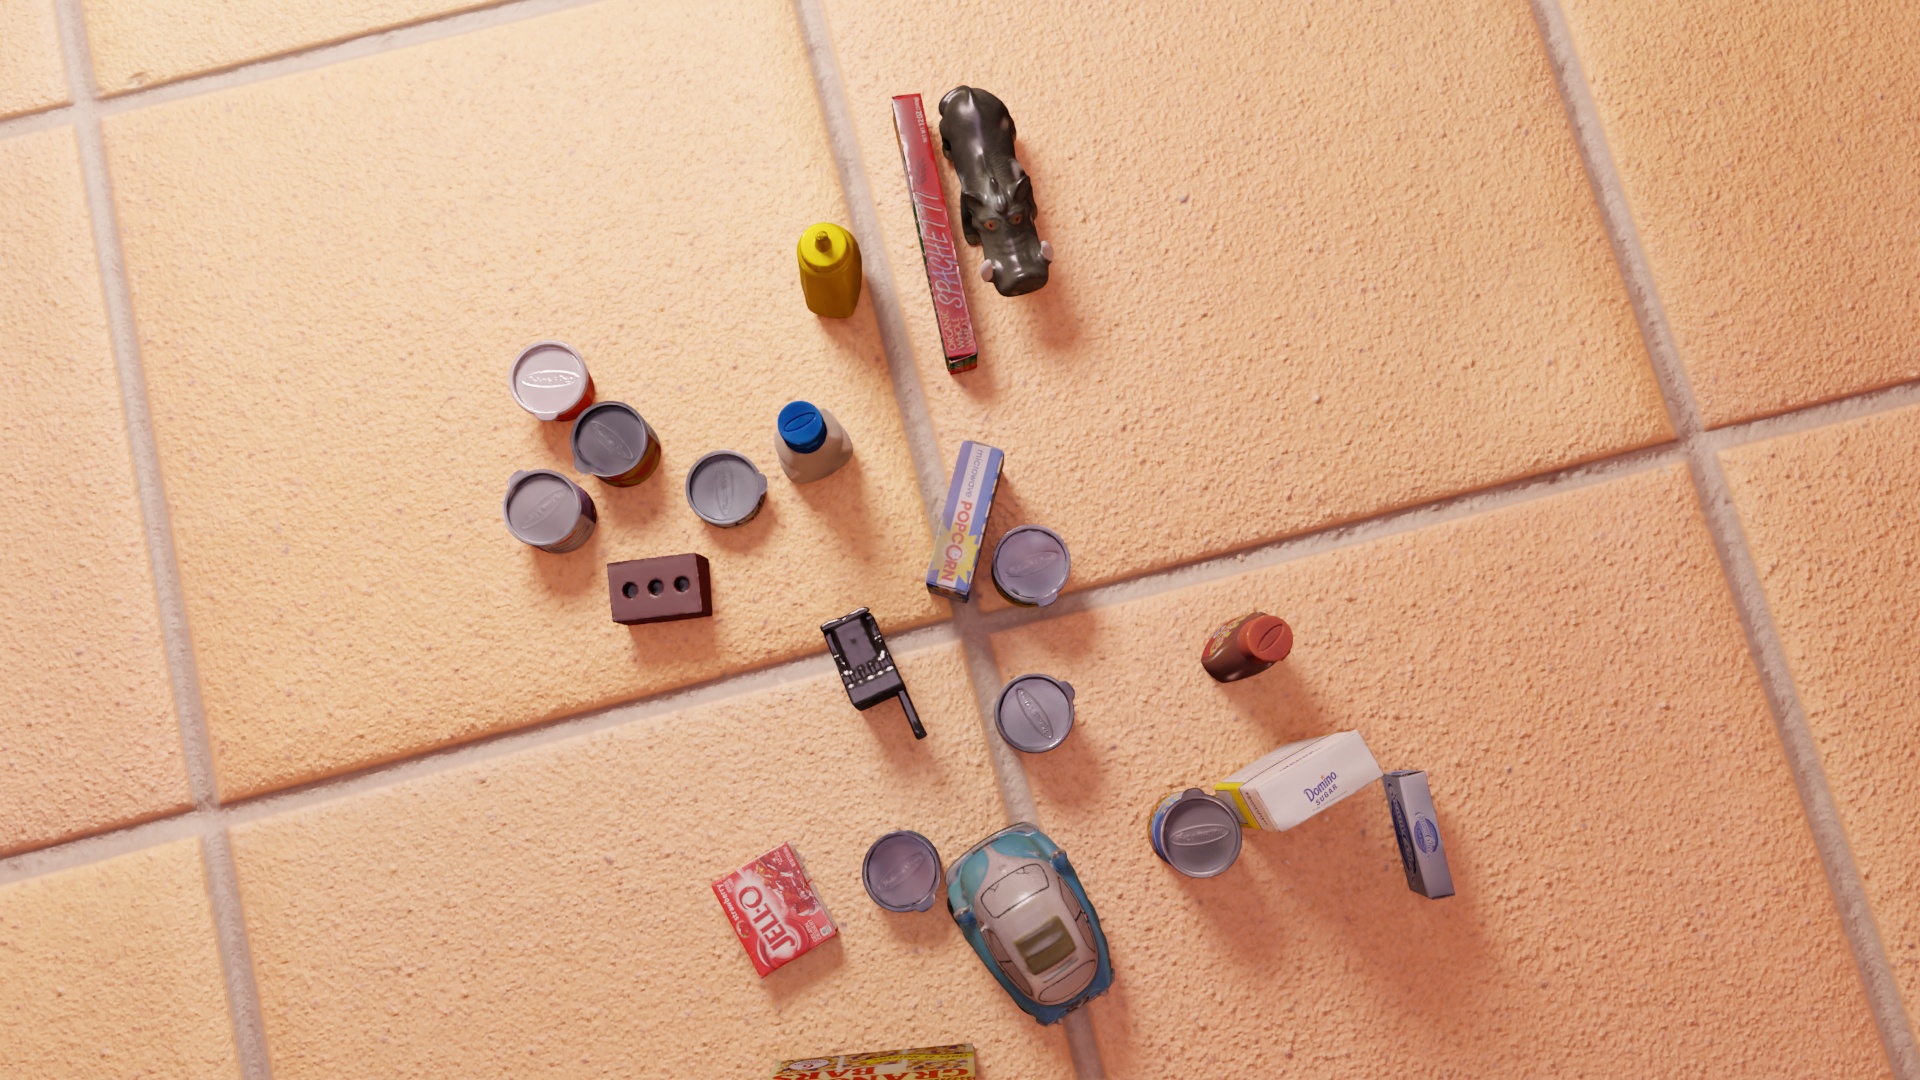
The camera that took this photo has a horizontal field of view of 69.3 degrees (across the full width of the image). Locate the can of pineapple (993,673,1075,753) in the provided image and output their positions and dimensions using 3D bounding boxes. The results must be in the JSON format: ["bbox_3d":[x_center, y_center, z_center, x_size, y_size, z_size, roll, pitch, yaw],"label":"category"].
[{"bbox_3d":[0.063,0.146,1.173,0.071,0.058,0.071,0,82,0],"label":"can of pineapple"}]

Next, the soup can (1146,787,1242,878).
[{"bbox_3d":[0.191,0.238,1.147,0.071,0.083,0.071,0,82,0],"label":"soup can"}]

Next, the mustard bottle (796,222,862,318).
[{"bbox_3d":[-0.112,-0.236,1.175,0.049,0.160,0.065,7,82,1],"label":"mustard bottle"}]

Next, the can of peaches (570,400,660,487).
[{"bbox_3d":[-0.299,-0.081,1.203,0.071,0.058,0.071,0,82,0],"label":"can of peaches"}]

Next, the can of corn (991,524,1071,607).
[{"bbox_3d":[0.060,0.025,1.190,0.071,0.058,0.071,0,82,0],"label":"can of corn"}]

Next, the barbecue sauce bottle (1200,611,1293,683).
[{"bbox_3d":[0.238,0.085,1.137,0.044,0.148,0.065,44,84,5],"label":"barbecue sauce bottle"}]

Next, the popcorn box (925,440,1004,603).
[{"bbox_3d":[0.004,-0.015,1.182,0.038,0.085,0.127,14,82,2],"label":"popcorn box"}]

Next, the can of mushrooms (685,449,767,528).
[{"bbox_3d":[-0.202,-0.044,1.211,0.071,0.033,0.071,0,82,0],"label":"can of mushrooms"}]

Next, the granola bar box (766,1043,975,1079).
[{"bbox_3d":[-0.070,0.437,1.095,0.166,0.124,0.039,-5,82,-1],"label":"granola bar box"}]

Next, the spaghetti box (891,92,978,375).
[{"bbox_3d":[-0.023,-0.272,1.237,0.029,0.050,0.250,-12,82,-2],"label":"spaghetti box"}]

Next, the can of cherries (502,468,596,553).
[{"bbox_3d":[-0.353,-0.026,1.194,0.071,0.058,0.071,0,82,0],"label":"can of cherries"}]

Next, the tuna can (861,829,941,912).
[{"bbox_3d":[-0.047,0.278,1.165,0.071,0.033,0.071,0,82,0],"label":"tuna can"}]

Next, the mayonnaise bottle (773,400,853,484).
[{"bbox_3d":[-0.126,-0.083,1.159,0.065,0.148,0.041,-28,83,-4],"label":"mayonnaise bottle"}]

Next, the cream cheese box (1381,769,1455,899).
[{"bbox_3d":[0.382,0.245,1.163,0.024,0.053,0.104,-11,82,-2],"label":"cream cheese box"}]

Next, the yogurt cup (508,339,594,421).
[{"bbox_3d":[-0.353,-0.136,1.213,0.072,0.054,0.072,0,82,0],"label":"yogurt cup"}]
